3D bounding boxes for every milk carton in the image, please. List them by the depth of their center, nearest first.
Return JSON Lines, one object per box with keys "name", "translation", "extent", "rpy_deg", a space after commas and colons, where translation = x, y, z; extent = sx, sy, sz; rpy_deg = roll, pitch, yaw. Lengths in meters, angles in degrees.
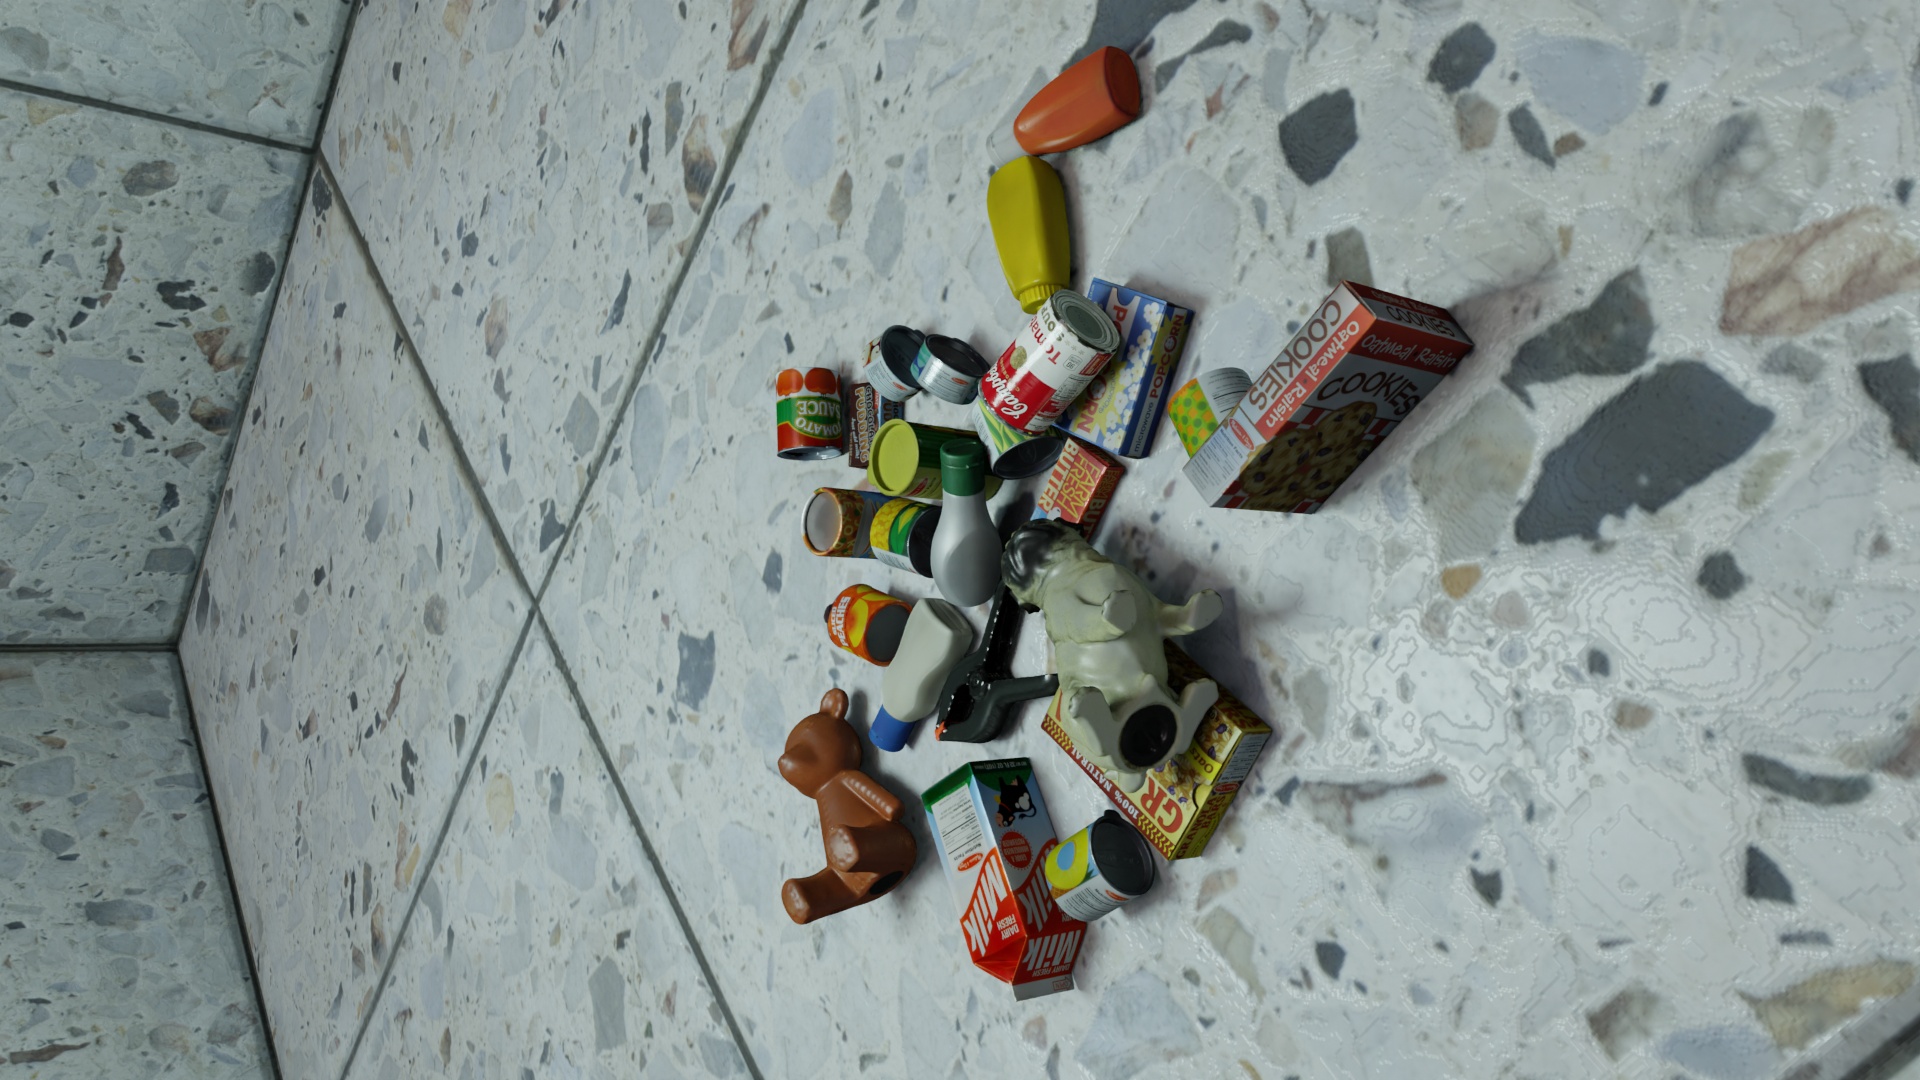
{"name": "milk carton", "translation": [0.040, 0.283, 1.155], "extent": [0.073, 0.072, 0.191], "rpy_deg": [-40, 58, 38]}

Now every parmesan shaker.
{"name": "parmesan shaker", "translation": [-0.022, -0.068, 1.226], "extent": [0.071, 0.103, 0.071], "rpy_deg": [-5, 84, 47]}

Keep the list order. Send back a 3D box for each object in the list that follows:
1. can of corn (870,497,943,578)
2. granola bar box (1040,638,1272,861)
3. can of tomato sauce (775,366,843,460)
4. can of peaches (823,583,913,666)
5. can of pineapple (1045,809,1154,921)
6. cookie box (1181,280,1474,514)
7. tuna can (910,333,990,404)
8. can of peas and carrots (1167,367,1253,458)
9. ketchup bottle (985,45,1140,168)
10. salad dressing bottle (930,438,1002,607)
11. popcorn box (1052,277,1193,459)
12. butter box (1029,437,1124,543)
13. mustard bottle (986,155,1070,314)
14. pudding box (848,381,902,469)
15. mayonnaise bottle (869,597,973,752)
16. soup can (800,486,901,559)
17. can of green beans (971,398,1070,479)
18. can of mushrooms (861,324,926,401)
{"name": "can of corn", "translation": [-0.039, -0.005, 1.268], "extent": [0.058, 0.071, 0.071], "rpy_deg": [14, 98, 47]}
{"name": "granola bar box", "translation": [0.145, 0.145, 1.074], "extent": [0.166, 0.039, 0.123], "rpy_deg": [44, 118, 40]}
{"name": "can of tomato sauce", "translation": [-0.152, -0.127, 1.399], "extent": [0.071, 0.071, 0.083], "rpy_deg": [-12, 78, 47]}
{"name": "can of peaches", "translation": [-0.084, 0.080, 1.307], "extent": [0.058, 0.071, 0.071], "rpy_deg": [20, 102, 45]}
{"name": "can of pineapple", "translation": [0.109, 0.256, 1.087], "extent": [0.057, 0.071, 0.071], "rpy_deg": [-42, 58, 38]}
{"name": "cookie box", "translation": [0.243, -0.090, 0.923], "extent": [0.166, 0.123, 0.040], "rpy_deg": [-53, 53, 31]}
{"name": "tuna can", "translation": [-0.009, -0.155, 1.248], "extent": [0.071, 0.071, 0.032], "rpy_deg": [53, 125, 35]}
{"name": "can of peas and carrots", "translation": [0.192, -0.084, 1.022], "extent": [0.070, 0.071, 0.059], "rpy_deg": [-42, 57, 37]}
{"name": "ketchup bottle", "translation": [0.083, -0.359, 1.178], "extent": [0.148, 0.043, 0.065], "rpy_deg": [-16, 75, 46]}
{"name": "salad dressing bottle", "translation": [0.004, -0.015, 1.196], "extent": [0.044, 0.064, 0.147], "rpy_deg": [41, 141, 50]}
{"name": "popcorn box", "translation": [0.128, -0.138, 1.116], "extent": [0.085, 0.038, 0.126], "rpy_deg": [31, 110, 46]}
{"name": "butter box", "translation": [0.093, -0.030, 1.156], "extent": [0.053, 0.024, 0.103], "rpy_deg": [44, 118, 41]}
{"name": "mustard bottle", "translation": [0.063, -0.245, 1.187], "extent": [0.065, 0.049, 0.160], "rpy_deg": [-21, 73, 44]}
{"name": "pudding box", "translation": [-0.082, -0.111, 1.348], "extent": [0.049, 0.030, 0.083], "rpy_deg": [0, 87, 47]}
{"name": "mayonnaise bottle", "translation": [-0.041, 0.127, 1.279], "extent": [0.065, 0.041, 0.147], "rpy_deg": [47, 121, 40]}
{"name": "soup can", "translation": [-0.098, -0.015, 1.319], "extent": [0.071, 0.084, 0.071], "rpy_deg": [-4, 84, 47]}
{"name": "can of green beans", "translation": [0.049, -0.093, 1.178], "extent": [0.071, 0.071, 0.058], "rpy_deg": [-41, 58, 38]}
{"name": "can of mushrooms", "translation": [-0.056, -0.167, 1.301], "extent": [0.033, 0.071, 0.071], "rpy_deg": [-31, 65, 43]}
